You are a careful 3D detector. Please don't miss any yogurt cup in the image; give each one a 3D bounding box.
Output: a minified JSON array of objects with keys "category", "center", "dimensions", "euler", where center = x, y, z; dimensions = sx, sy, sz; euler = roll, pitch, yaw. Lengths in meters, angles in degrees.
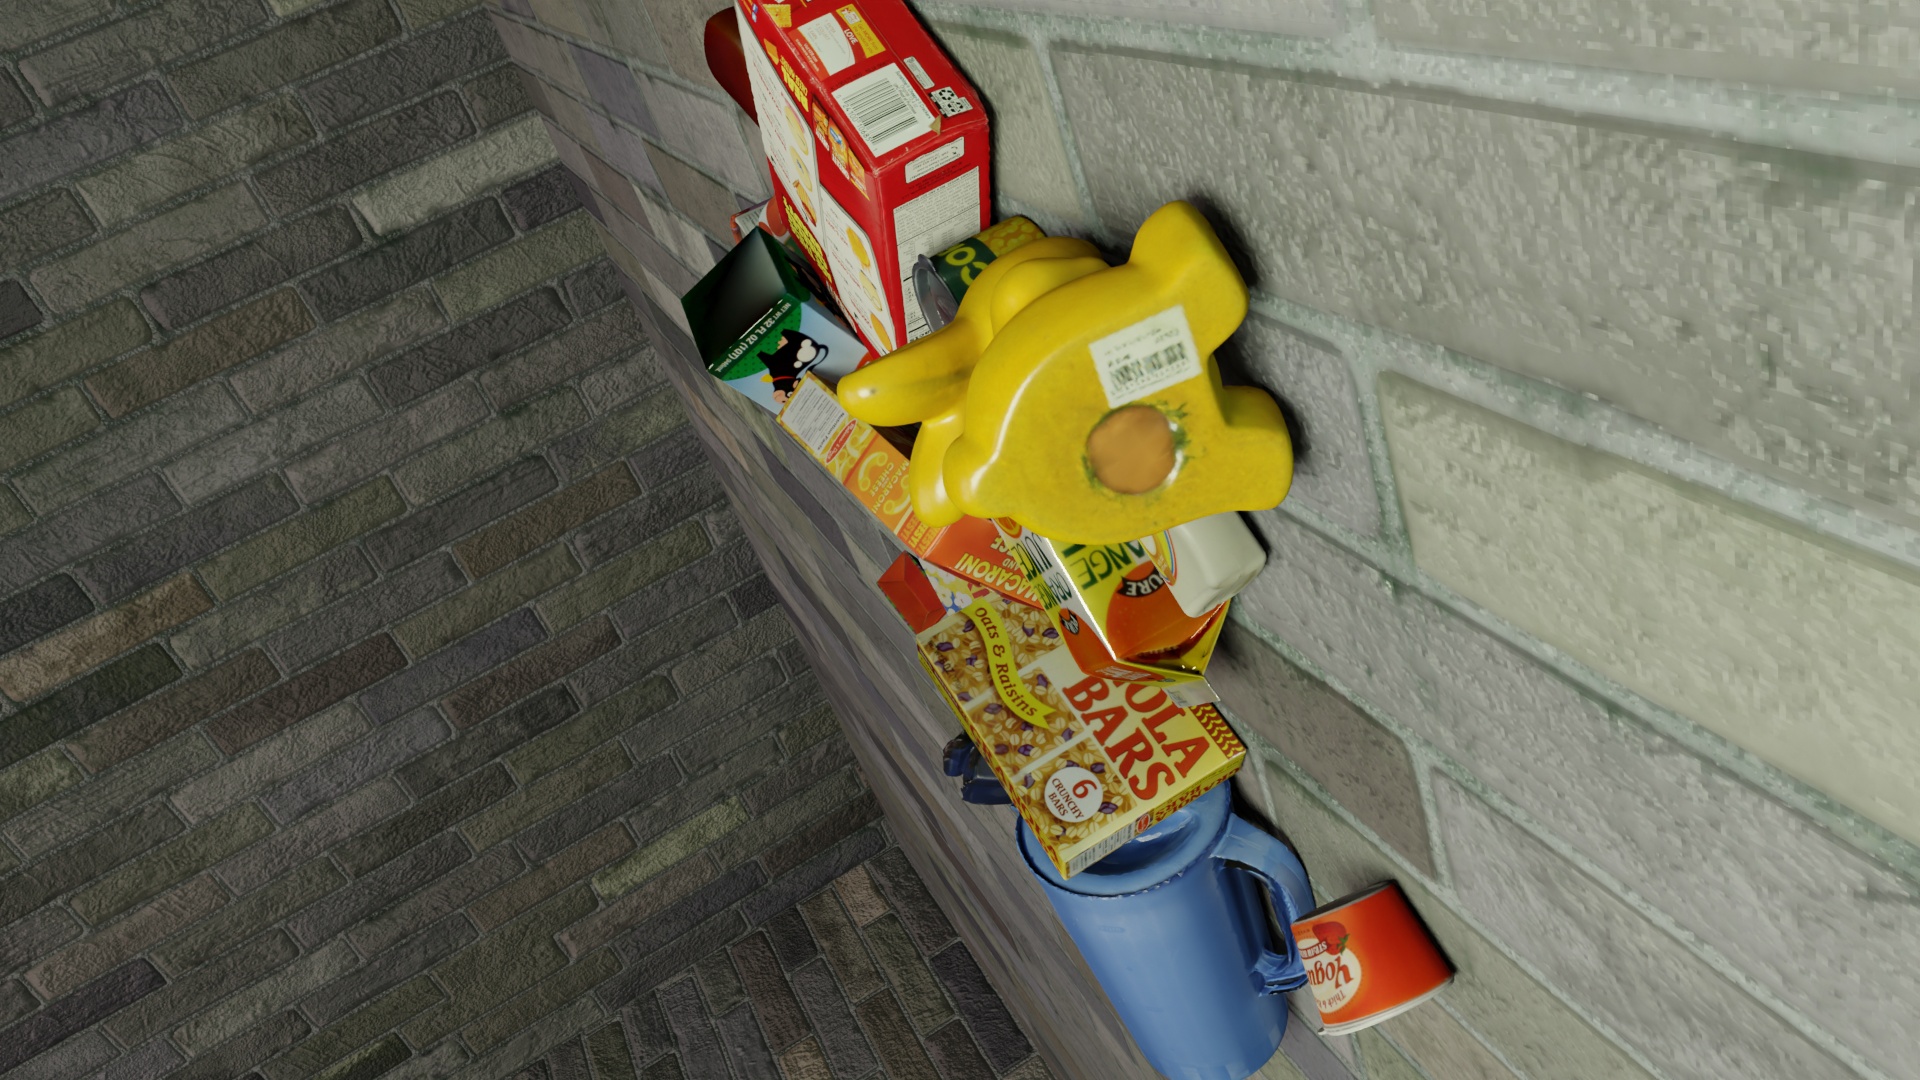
[{"category":"yogurt cup","center":[0.198,0.202,0.678],"dimensions":[0.072,0.072,0.054],"euler":[102,146,-72]}]

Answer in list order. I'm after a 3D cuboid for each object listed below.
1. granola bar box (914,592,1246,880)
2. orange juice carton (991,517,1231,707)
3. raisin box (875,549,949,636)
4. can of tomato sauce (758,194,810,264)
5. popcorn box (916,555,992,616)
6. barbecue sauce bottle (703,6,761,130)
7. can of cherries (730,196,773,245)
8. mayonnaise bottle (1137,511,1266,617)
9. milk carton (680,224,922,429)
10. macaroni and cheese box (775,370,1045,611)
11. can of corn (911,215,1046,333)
[{"category":"granola bar box","center":[0.068,0.097,0.820],"dimensions":[0.166,0.124,0.039],"euler":[54,166,29]},{"category":"orange juice carton","center":[0.072,0.001,0.710],"dimensions":[0.192,0.073,0.071],"euler":[60,167,4]},{"category":"raisin box","center":[-0.001,0.068,1.126],"dimensions":[0.123,0.040,0.086],"euler":[37,-173,-41]},{"category":"can of tomato sauce","center":[-0.090,-0.195,0.938],"dimensions":[0.083,0.071,0.071],"euler":[59,167,13]},{"category":"popcorn box","center":[0.003,-0.012,0.961],"dimensions":[0.085,0.038,0.126],"euler":[-26,94,46]},{"category":"barbecue sauce bottle","center":[-0.117,-0.287,0.903],"dimensions":[0.149,0.044,0.064],"euler":[52,165,34]},{"category":"can of cherries","center":[-0.139,-0.232,1.080],"dimensions":[0.071,0.058,0.071],"euler":[56,166,22]},{"category":"mayonnaise bottle","center":[0.084,-0.037,0.650],"dimensions":[0.148,0.041,0.064],"euler":[57,169,14]},{"category":"milk carton","center":[-0.081,-0.112,0.894],"dimensions":[0.190,0.072,0.074],"euler":[32,-156,-47]},{"category":"macaroni and cheese box","center":[-0.019,-0.028,0.825],"dimensions":[0.123,0.040,0.167],"euler":[24,-166,-47]},{"category":"can of corn","center":[0.016,-0.123,0.693],"dimensions":[0.071,0.058,0.071],"euler":[57,167,21]}]
